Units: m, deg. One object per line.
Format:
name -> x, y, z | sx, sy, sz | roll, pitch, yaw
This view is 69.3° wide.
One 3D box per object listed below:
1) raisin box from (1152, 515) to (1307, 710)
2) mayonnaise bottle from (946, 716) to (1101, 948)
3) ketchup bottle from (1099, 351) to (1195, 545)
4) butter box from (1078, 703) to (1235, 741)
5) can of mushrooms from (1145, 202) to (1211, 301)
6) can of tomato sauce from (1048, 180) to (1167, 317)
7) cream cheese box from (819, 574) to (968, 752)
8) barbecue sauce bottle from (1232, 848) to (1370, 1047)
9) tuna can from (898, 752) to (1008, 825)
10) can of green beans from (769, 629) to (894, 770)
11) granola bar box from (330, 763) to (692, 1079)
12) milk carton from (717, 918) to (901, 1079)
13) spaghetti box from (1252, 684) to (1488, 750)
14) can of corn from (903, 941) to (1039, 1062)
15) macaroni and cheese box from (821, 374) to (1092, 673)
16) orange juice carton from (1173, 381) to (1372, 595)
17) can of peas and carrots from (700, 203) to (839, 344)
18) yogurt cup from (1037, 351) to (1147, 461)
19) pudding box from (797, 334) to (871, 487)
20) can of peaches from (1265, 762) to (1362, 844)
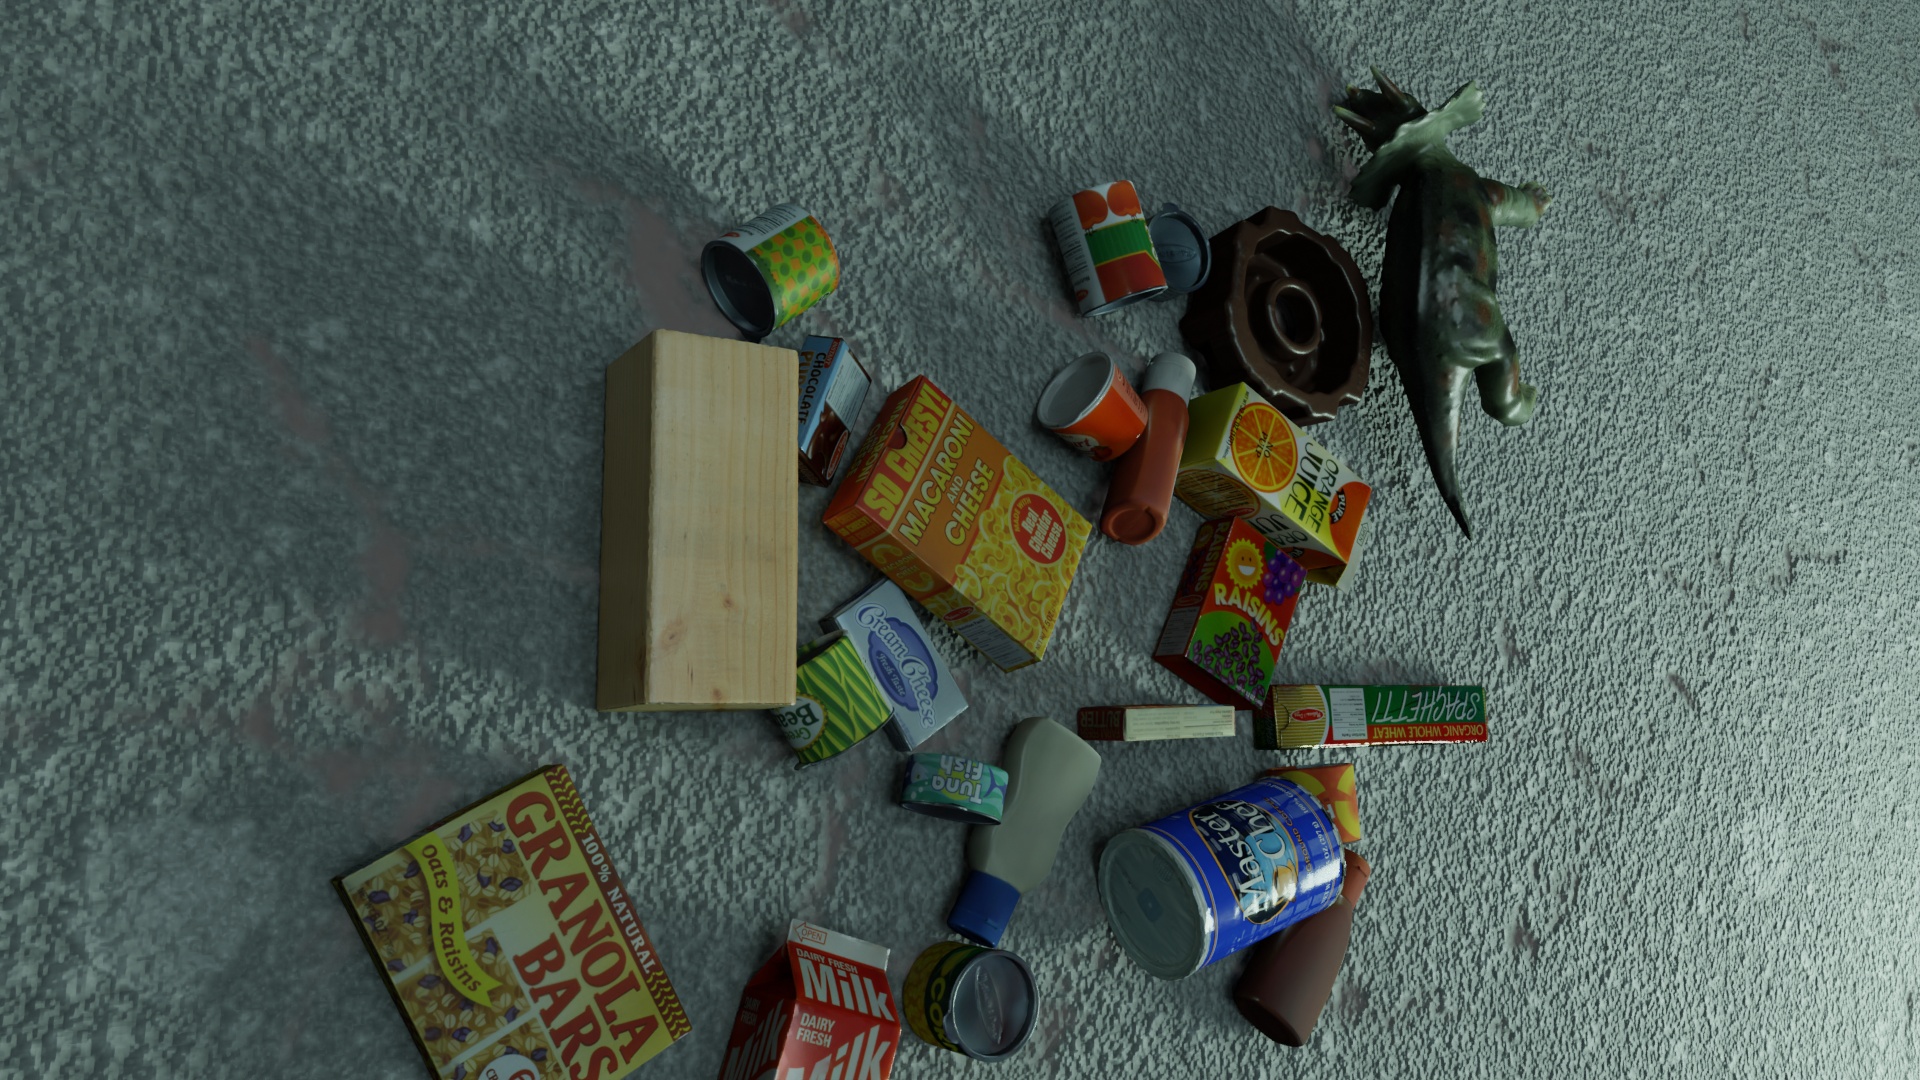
raisin box -> 0.206, 0.055, 1.052 | 0.086, 0.040, 0.124 | 34, 66, -23
mayonnaise bottle -> 0.038, 0.193, 0.918 | 0.064, 0.041, 0.149 | 38, 64, -20
ketchup bottle -> 0.141, -0.072, 1.022 | 0.043, 0.064, 0.149 | 23, 60, -8
butter box -> 0.140, 0.129, 0.987 | 0.104, 0.053, 0.024 | 2, 83, -32
can of mushrooms -> 0.159, -0.222, 1.075 | 0.071, 0.033, 0.071 | 6, 79, -31
can of tomato sauce -> 0.110, -0.214, 1.022 | 0.071, 0.071, 0.083 | -19, 91, -34
cream cheese box -> -0.042, 0.080, 0.895 | 0.053, 0.024, 0.103 | -36, 101, -33
barbecue sauce bottle -> 0.262, 0.299, 1.040 | 0.064, 0.043, 0.149 | 48, 59, -17
tuna can -> -0.004, 0.157, 0.878 | 0.071, 0.071, 0.033 | 21, 70, -28
can of green beans -> -0.082, 0.094, 0.842 | 0.071, 0.071, 0.057 | -34, 100, -32
granola bar box -> -0.235, 0.220, 0.737 | 0.125, 0.039, 0.165 | -28, 96, -33
milk carton -> -0.094, 0.319, 0.789 | 0.072, 0.073, 0.191 | 26, 68, -26
spaghetti box -> 0.337, 0.142, 1.126 | 0.250, 0.028, 0.050 | 4, 79, -32
can of corn -> 0.004, 0.287, 0.867 | 0.071, 0.058, 0.071 | 6, 78, -32
macaroni and cheese box -> 0.003, -0.012, 0.918 | 0.166, 0.040, 0.124 | 41, 50, -21
orange juice carton -> 0.248, -0.034, 1.074 | 0.192, 0.073, 0.072 | 34, 65, -24
can of peas and carrots -> -0.118, -0.167, 0.868 | 0.059, 0.071, 0.071 | -40, 103, -32
yogurt cup -> 0.097, -0.093, 0.995 | 0.054, 0.072, 0.073 | 41, 62, -30
pudding box -> -0.090, -0.082, 0.878 | 0.049, 0.030, 0.084 | 55, 49, -57
can of peaches -> 0.265, 0.199, 1.045 | 0.071, 0.071, 0.058 | 1, 80, -33
